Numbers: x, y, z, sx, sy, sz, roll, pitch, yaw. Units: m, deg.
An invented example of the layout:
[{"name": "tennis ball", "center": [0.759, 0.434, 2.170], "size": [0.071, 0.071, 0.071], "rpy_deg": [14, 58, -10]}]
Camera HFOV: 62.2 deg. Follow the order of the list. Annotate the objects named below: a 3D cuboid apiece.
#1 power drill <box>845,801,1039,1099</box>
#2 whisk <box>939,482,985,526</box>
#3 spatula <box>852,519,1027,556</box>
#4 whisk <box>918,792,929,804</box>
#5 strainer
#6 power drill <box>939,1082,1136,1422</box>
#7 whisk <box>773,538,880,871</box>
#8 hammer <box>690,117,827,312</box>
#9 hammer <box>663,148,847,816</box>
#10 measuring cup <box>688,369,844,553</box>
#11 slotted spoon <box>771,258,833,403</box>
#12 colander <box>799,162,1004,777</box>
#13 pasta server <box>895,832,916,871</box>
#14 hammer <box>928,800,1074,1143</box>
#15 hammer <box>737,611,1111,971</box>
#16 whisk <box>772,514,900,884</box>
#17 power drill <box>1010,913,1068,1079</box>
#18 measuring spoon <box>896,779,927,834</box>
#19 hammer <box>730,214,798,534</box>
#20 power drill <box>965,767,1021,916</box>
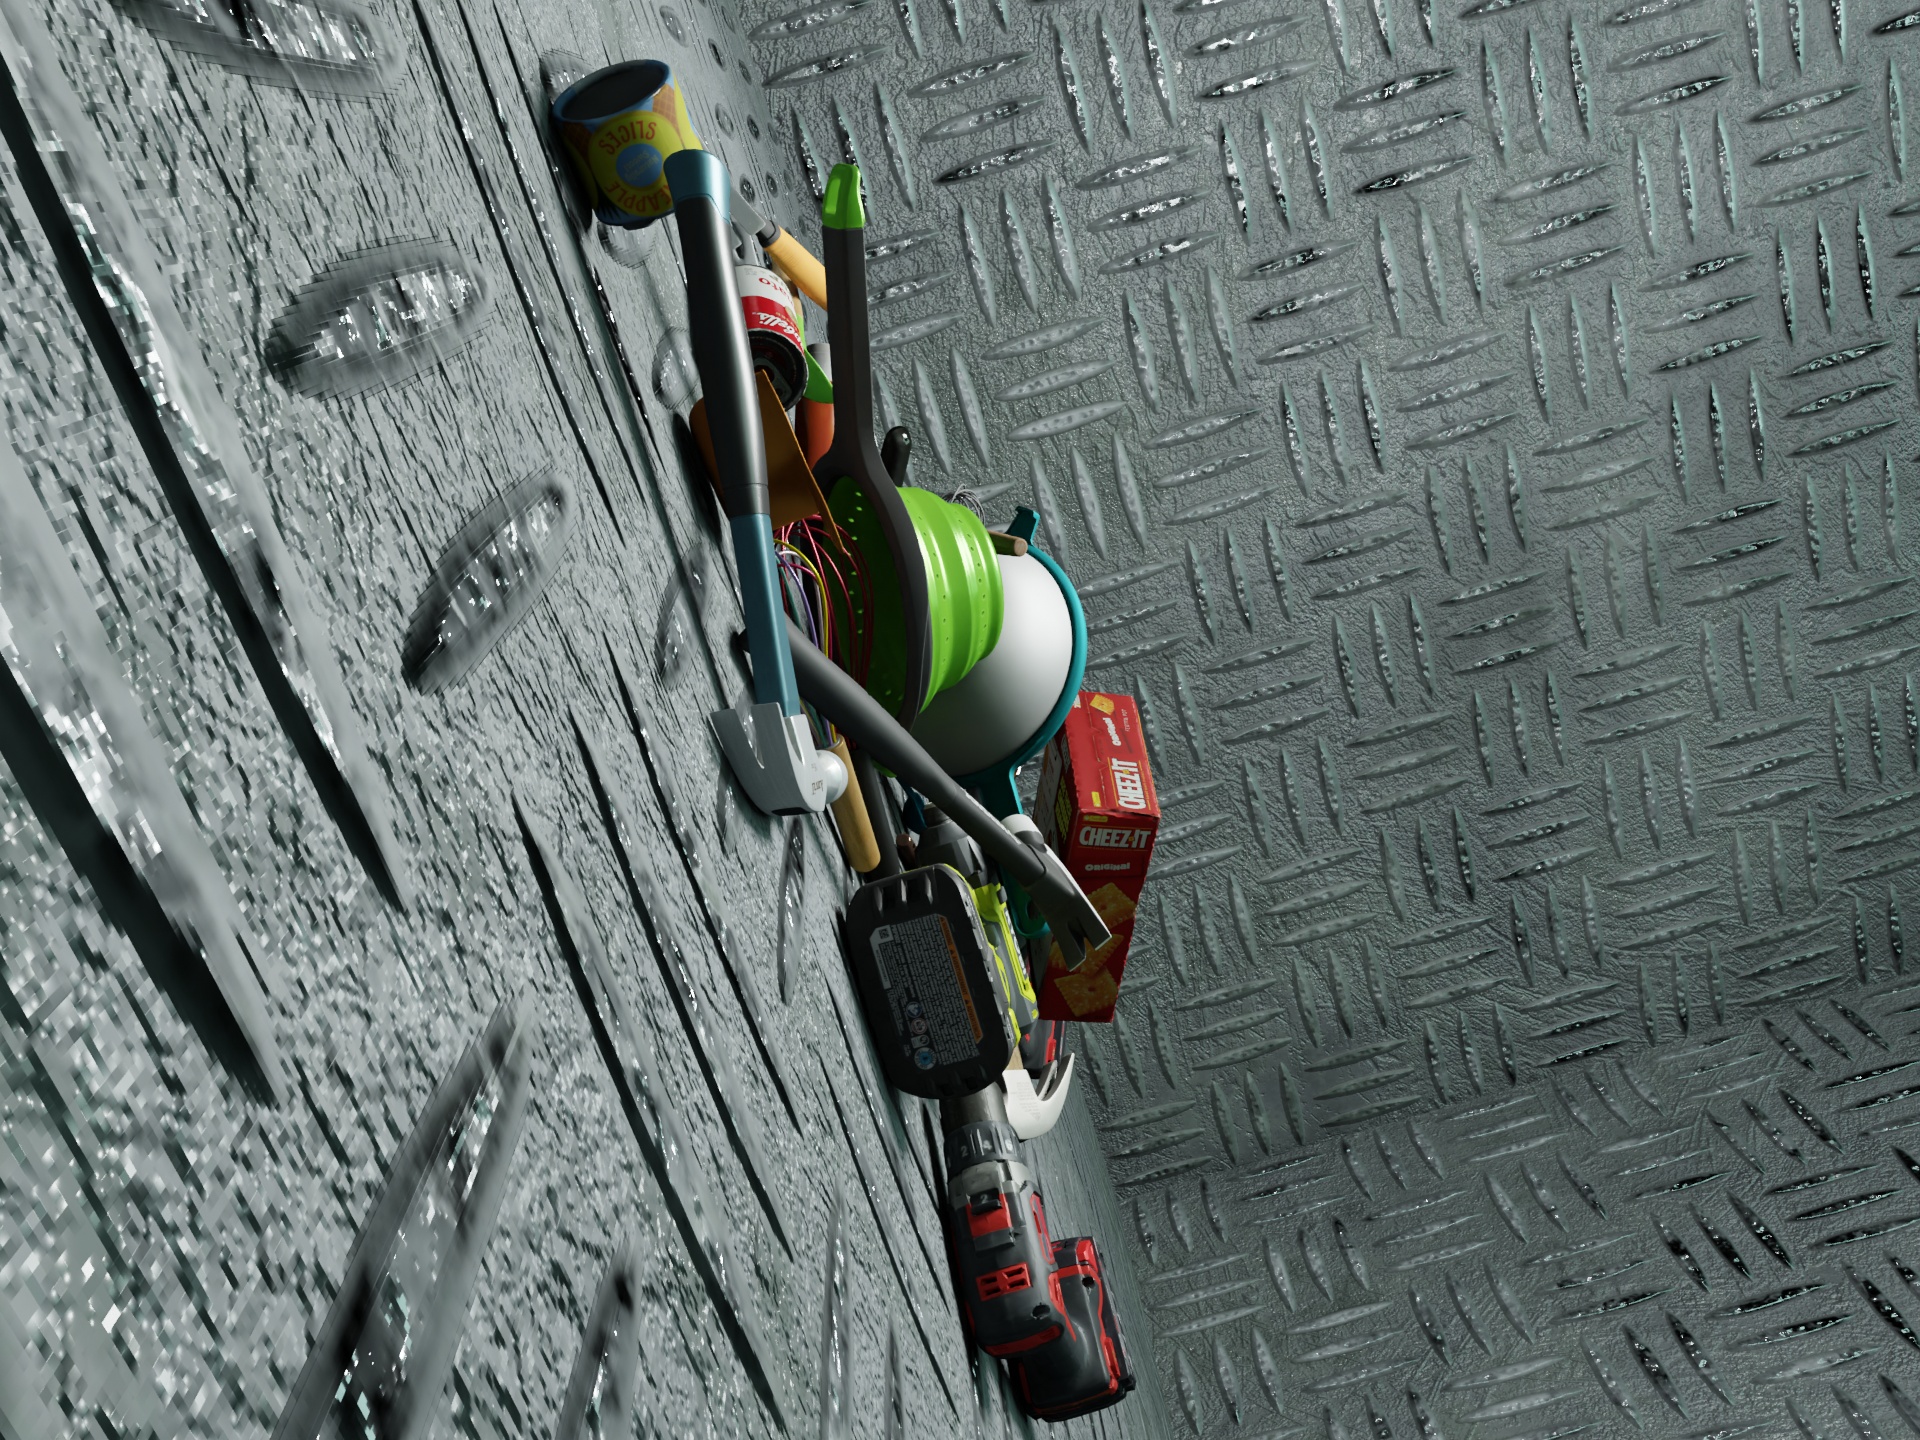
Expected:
[{"name": "power drill", "center": [-0.006, 0.144, 1.032], "size": [0.223, 0.080, 0.171], "rpy_deg": [-21, 94, -82]}, {"name": "whisk", "center": [-0.034, -0.096, 1.411], "size": [0.055, 0.055, 0.239], "rpy_deg": [-98, -152, -73]}, {"name": "spatula", "center": [-0.041, -0.147, 1.212], "size": [0.316, 0.059, 0.018], "rpy_deg": [20, -82, 56]}, {"name": "whisk", "center": [-0.023, 0.088, 1.613], "size": [0.070, 0.070, 0.284], "rpy_deg": [-103, 171, -58]}, {"name": "strainer", "center": [-0.002, -0.004, 1.178], "size": [0.095, 0.211, 0.341], "rpy_deg": [35, 34, -58]}, {"name": "power drill", "center": [0.042, 0.353, 1.065], "size": [0.226, 0.080, 0.188], "rpy_deg": [66, 7, -48]}, {"name": "whisk", "center": [-0.085, -0.003, 0.983], "size": [0.051, 0.047, 0.244], "rpy_deg": [-106, -179, -58]}, {"name": "hammer", "center": [-0.139, -0.373, 1.269], "size": [0.127, 0.034, 0.336], "rpy_deg": [57, 11, 13]}, {"name": "hammer", "center": [-0.108, -0.115, 0.796], "size": [0.128, 0.033, 0.331], "rpy_deg": [-18, 100, -81]}, {"name": "measuring cup", "center": [-0.108, -0.128, 0.885], "size": [0.174, 0.052, 0.095], "rpy_deg": [-120, -170, -51]}, {"name": "slotted spoon", "center": [-0.140, -0.338, 1.323], "size": [0.070, 0.031, 0.314], "rpy_deg": [54, 11, -34]}, {"name": "colander", "center": [-0.035, -0.163, 1.056], "size": [0.205, 0.094, 0.396], "rpy_deg": [-140, -137, -56]}, {"name": "pasta server", "center": [-0.009, 0.176, 1.478], "size": [0.316, 0.040, 0.060], "rpy_deg": [66, 29, -58]}, {"name": "hammer", "center": [0.012, 0.156, 1.213], "size": [0.130, 0.031, 0.332], "rpy_deg": [12, 58, -47]}, {"name": "hammer", "center": [-0.019, 0.037, 0.968], "size": [0.334, 0.035, 0.146], "rpy_deg": [44, 7, -40]}, {"name": "whisk", "center": [-0.075, -0.002, 1.041], "size": [0.073, 0.073, 0.295], "rpy_deg": [-101, 180, -65]}, {"name": "power drill", "center": [0.046, 0.245, 1.450], "size": [0.219, 0.078, 0.143], "rpy_deg": [62, 33, -65]}, {"name": "measuring spoon", "center": [-0.059, 0.061, 1.453], "size": [0.042, 0.021, 0.128], "rpy_deg": [-103, 166, -49]}, {"name": "hammer", "center": [-0.155, -0.265, 1.230], "size": [0.406, 0.035, 0.143], "rpy_deg": [-103, 176, -53]}, {"name": "power drill", "center": [0.025, 0.054, 1.353], "size": [0.185, 0.084, 0.226], "rpy_deg": [103, -1, -53]}]
